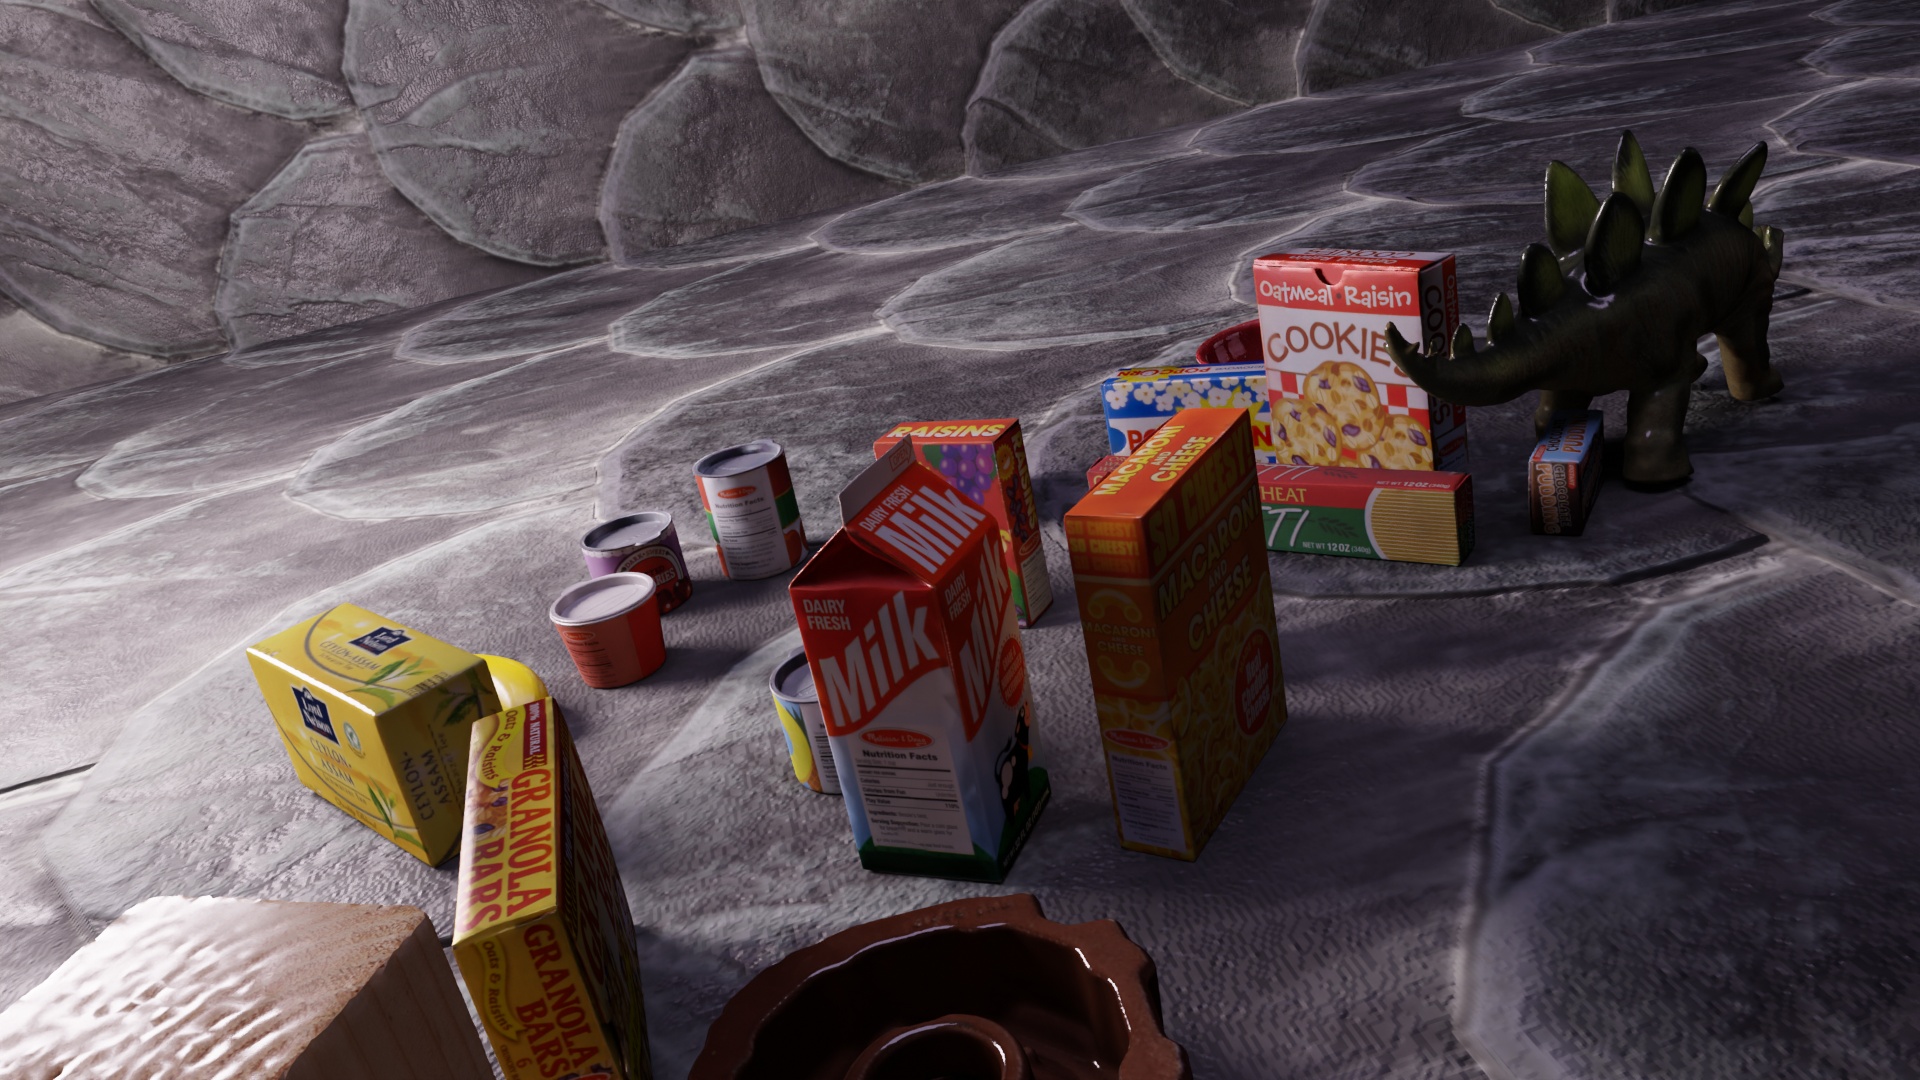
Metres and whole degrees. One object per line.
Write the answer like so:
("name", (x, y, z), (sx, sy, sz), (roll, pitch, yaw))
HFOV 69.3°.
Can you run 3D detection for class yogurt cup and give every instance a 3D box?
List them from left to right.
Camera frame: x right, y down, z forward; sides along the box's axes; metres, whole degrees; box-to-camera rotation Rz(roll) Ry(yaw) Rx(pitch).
("yogurt cup", (-0.222, 0.059, 0.891), (0.072, 0.053, 0.073), (-10, 22, 4))

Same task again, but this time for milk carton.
("milk carton", (-0.018, 0.053, 0.625), (0.073, 0.189, 0.073), (-1, 25, 25))

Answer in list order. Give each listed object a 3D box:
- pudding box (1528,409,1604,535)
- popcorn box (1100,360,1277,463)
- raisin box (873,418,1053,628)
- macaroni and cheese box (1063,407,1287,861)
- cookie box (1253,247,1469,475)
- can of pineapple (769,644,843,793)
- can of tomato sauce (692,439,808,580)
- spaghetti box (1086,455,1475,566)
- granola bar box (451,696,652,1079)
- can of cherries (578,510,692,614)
("pudding box", (0.366, -0.042, 0.839), (0.030, 0.049, 0.084), (3, 27, 33))
("popcorn box", (0.170, -0.079, 0.979), (0.126, 0.085, 0.038), (0, 25, 27))
("raisin box", (0.003, -0.011, 0.851), (0.086, 0.123, 0.040), (2, 26, 30))
("macaroni and cheese box", (0.101, 0.039, 0.628), (0.040, 0.165, 0.124), (3, 27, 33))
("cookie box", (0.252, -0.098, 0.874), (0.040, 0.166, 0.123), (-27, 27, -32))
("can of pineapple", (-0.062, 0.090, 0.730), (0.071, 0.057, 0.071), (-10, 22, 4))
("can of tomato sauce", (-0.151, -0.023, 1.009), (0.071, 0.082, 0.071), (-10, 22, 4))
("spaghetti box", (0.193, -0.022, 0.876), (0.250, 0.050, 0.029), (5, 28, 36))
("granola bar box", (-0.157, 0.153, 0.544), (0.039, 0.123, 0.166), (-17, 23, -11))
("can of cherries", (-0.228, 0.019, 0.983), (0.071, 0.058, 0.072), (-10, 22, 4))
